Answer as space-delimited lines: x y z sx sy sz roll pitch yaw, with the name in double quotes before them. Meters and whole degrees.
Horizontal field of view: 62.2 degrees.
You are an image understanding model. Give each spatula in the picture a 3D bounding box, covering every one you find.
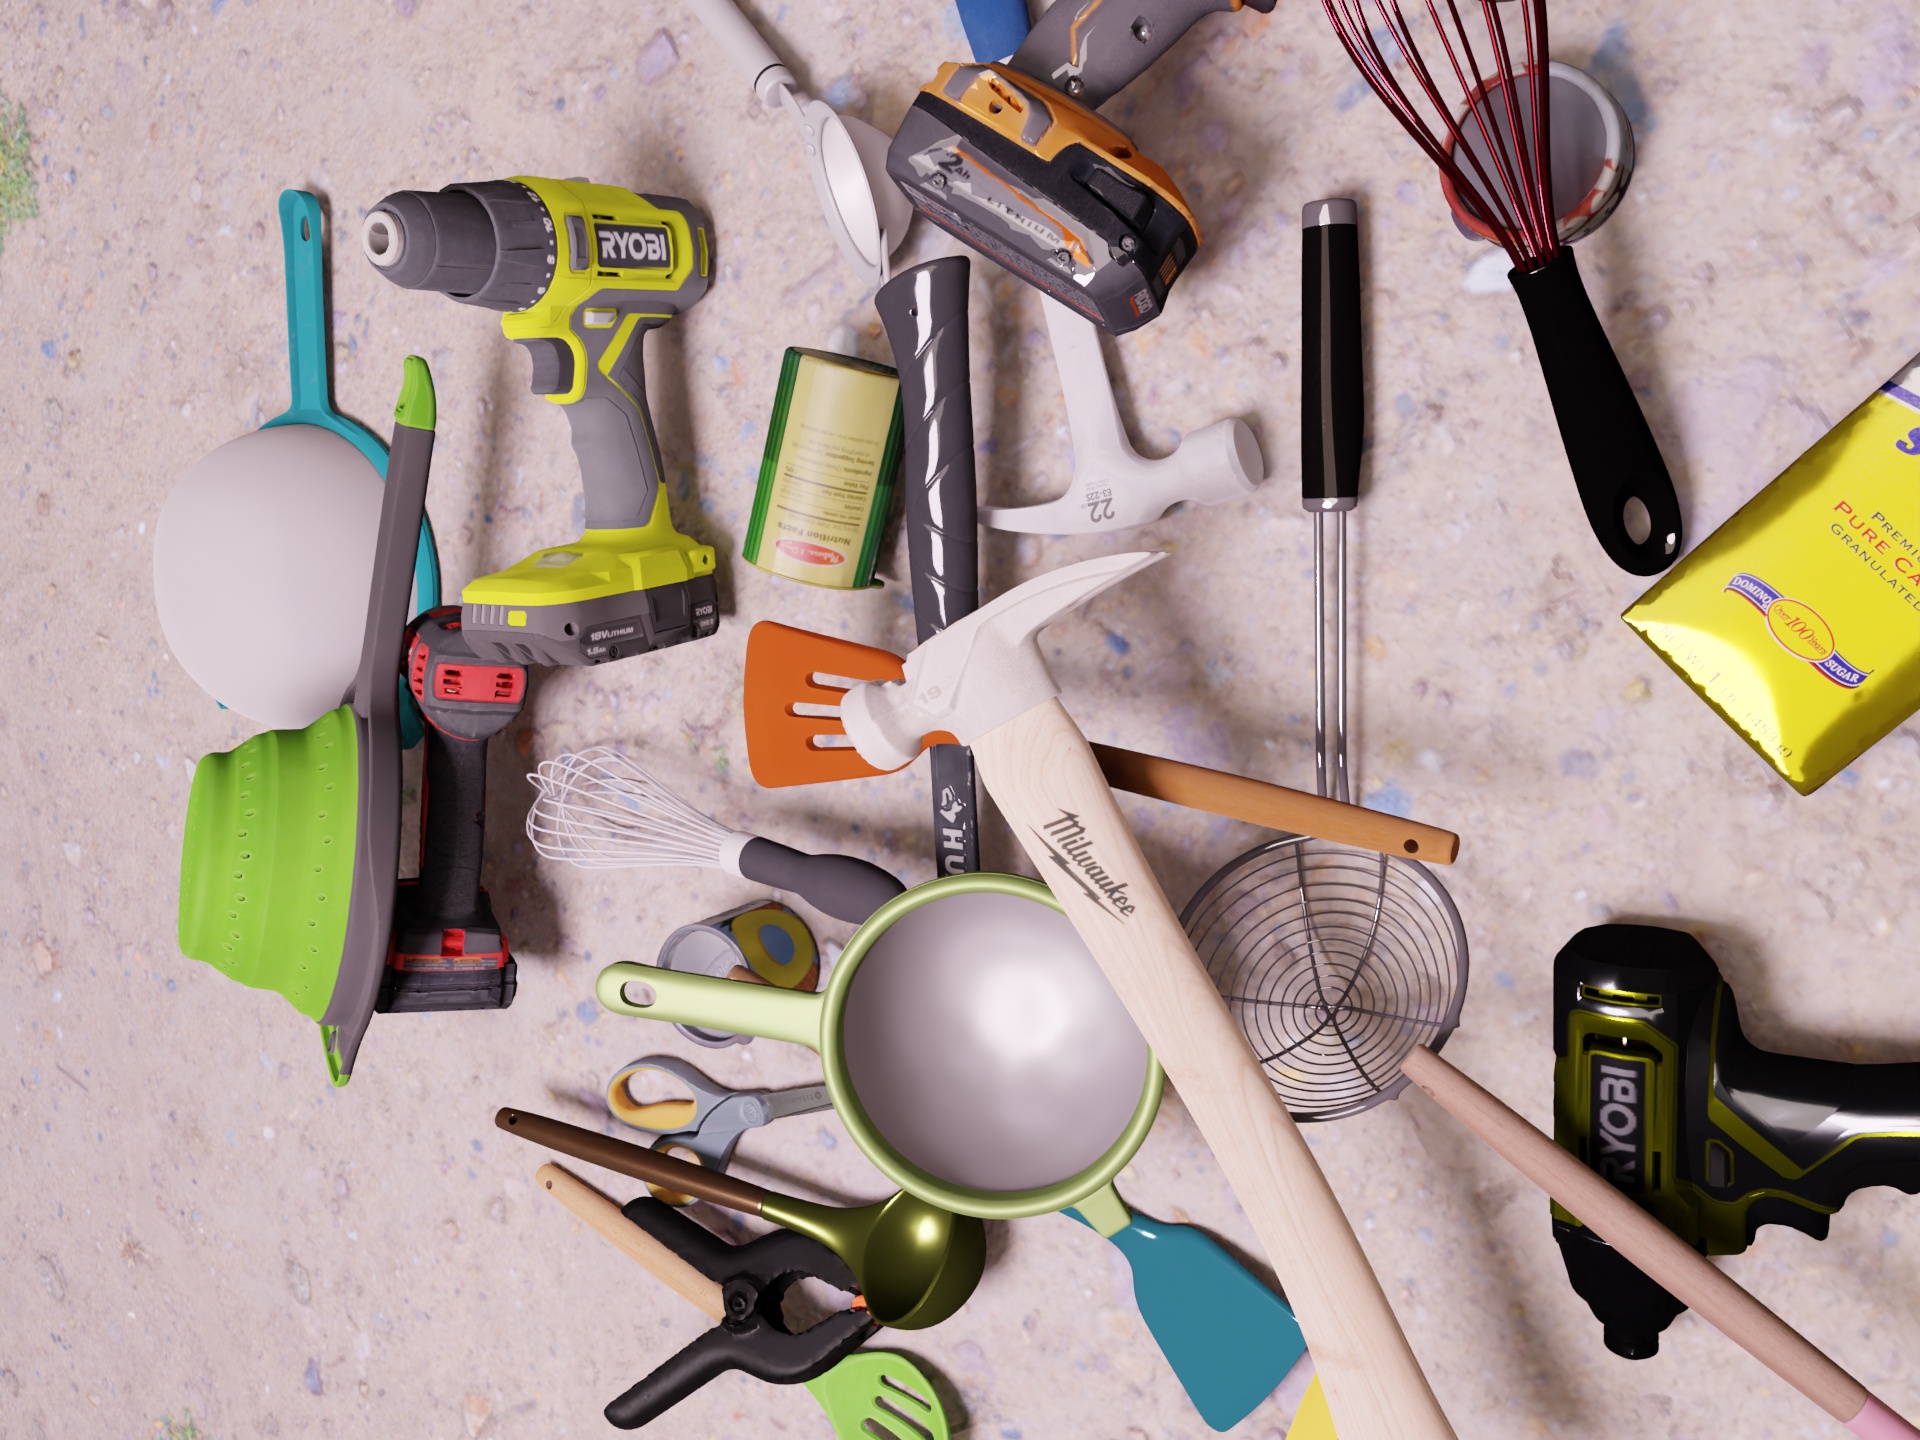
"spatula" 0.016 0.213 0.759 0.317 0.044 0.082 33 118 6
"spatula" 0.044 0.019 0.663 0.323 0.041 0.081 13 111 32

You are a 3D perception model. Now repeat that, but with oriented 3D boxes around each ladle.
"ladle" -0.131 0.249 0.853 0.320 0.062 0.078 9 64 26

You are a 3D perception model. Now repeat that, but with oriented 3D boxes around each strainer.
"strainer" -0.423 -0.146 0.959 0.211 0.095 0.340 10 104 30
"strainer" -0.083 -0.301 0.763 0.259 0.050 0.086 55 163 18
"strainer" -0.033 0.130 0.713 0.256 0.069 0.151 6 97 13

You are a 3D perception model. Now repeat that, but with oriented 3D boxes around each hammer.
"hammer" 0.018 -0.279 0.708 0.144 0.035 0.405 -14 91 32
"hammer" -0.001 -0.002 0.736 0.149 0.036 0.408 6 108 28
"hammer" 0.107 0.135 0.611 0.146 0.038 0.411 -30 85 23

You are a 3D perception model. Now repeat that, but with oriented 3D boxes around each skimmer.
"skimmer" 0.141 -0.026 0.642 0.127 0.090 0.363 3 99 31

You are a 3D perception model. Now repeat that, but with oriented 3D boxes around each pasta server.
"pasta server" 0.284 0.226 0.556 0.316 0.040 0.060 39 155 17

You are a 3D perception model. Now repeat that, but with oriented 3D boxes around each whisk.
"whisk" -0.131 0.061 0.813 0.285 0.070 0.070 12 104 40
"whisk" 0.197 -0.180 0.563 0.073 0.073 0.295 -18 111 32

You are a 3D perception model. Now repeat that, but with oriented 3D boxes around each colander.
"colander" -0.354 -0.003 0.852 0.205 0.094 0.397 30 110 59

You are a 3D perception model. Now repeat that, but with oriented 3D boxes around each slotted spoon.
"slotted spoon" -0.129 0.331 0.899 0.314 0.031 0.070 24 95 28

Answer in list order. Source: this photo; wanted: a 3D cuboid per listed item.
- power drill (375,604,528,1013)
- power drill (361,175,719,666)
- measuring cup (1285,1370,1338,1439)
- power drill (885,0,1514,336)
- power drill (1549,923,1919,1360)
"power drill" -0.294 0.044 0.906 0.143 0.078 0.219 26 110 60
"power drill" -0.195 -0.146 0.771 0.080 0.190 0.228 4 104 30
"measuring cup" 0.159 0.336 0.733 0.062 0.029 0.156 28 99 24
"power drill" 0.100 -0.265 0.617 0.185 0.084 0.226 35 96 12
"power drill" 0.330 0.172 0.571 0.223 0.080 0.171 4 104 34
